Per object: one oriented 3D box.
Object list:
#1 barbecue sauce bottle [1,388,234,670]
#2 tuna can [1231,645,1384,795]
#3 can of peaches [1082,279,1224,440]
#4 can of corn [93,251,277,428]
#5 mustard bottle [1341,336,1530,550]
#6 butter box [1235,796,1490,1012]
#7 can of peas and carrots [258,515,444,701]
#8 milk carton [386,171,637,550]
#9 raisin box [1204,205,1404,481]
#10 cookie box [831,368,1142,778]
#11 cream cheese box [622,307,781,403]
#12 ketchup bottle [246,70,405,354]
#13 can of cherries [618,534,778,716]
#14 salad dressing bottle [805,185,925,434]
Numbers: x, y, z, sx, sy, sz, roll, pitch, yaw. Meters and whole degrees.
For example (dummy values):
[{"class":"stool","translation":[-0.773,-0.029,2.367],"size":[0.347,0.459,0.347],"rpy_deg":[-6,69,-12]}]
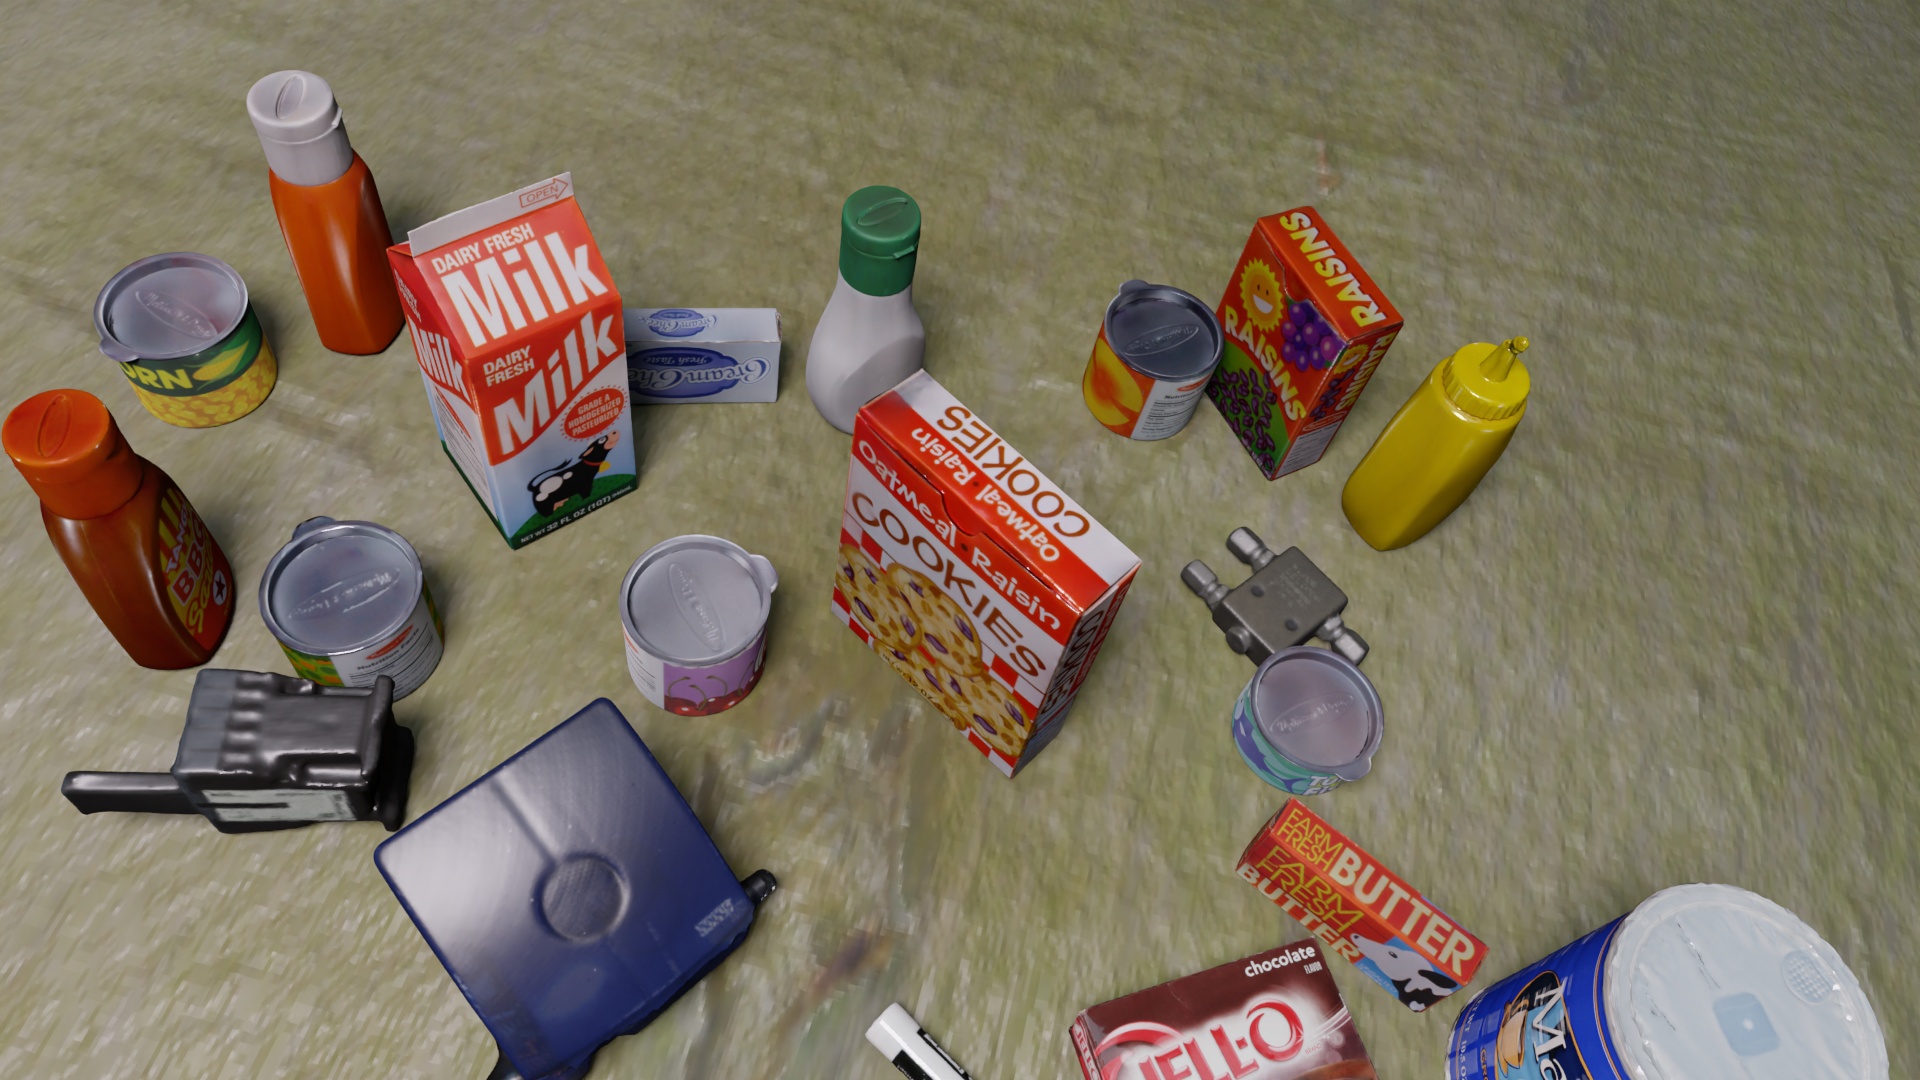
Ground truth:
[{"class":"barbecue sauce bottle","translation":[-0.346,-0.004,0.575],"size":[0.044,0.147,0.065],"rpy_deg":[-1,59,-10]},{"class":"tuna can","translation":[0.168,0.089,0.670],"size":[0.071,0.032,0.071],"rpy_deg":[4,58,-7]},{"class":"can of peaches","translation":[0.103,-0.098,0.761],"size":[0.071,0.057,0.071],"rpy_deg":[4,58,-7]},{"class":"can of corn","translation":[-0.378,-0.095,0.679],"size":[0.071,0.058,0.071],"rpy_deg":[4,58,-7]},{"class":"mustard bottle","translation":[0.245,-0.055,0.697],"size":[0.065,0.159,0.049],"rpy_deg":[-26,66,-23]},{"class":"butter box","translation":[0.175,0.162,0.614],"size":[0.103,0.052,0.024],"rpy_deg":[38,60,14]},{"class":"can of peas and carrots","translation":[-0.270,0.032,0.618],"size":[0.071,0.058,0.071],"rpy_deg":[4,58,-7]},{"class":"milk carton","translation":[-0.198,-0.084,0.624],"size":[0.072,0.189,0.073],"rpy_deg":[-30,68,-24]},{"class":"raisin box","translation":[0.174,-0.103,0.737],"size":[0.040,0.122,0.086],"rpy_deg":[-19,64,-20]},{"class":"cookie box","translation":[0.003,0.021,0.606],"size":[0.123,0.166,0.040],"rpy_deg":[42,61,16]},{"class":"cream cheese box","translation":[-0.146,-0.095,0.721],"size":[0.104,0.053,0.024],"rpy_deg":[-2,59,-11]},{"class":"ketchup bottle","translation":[-0.306,-0.159,0.677],"size":[0.043,0.148,0.065],"rpy_deg":[4,58,-7]},{"class":"can of cherries","translation":[-0.119,0.039,0.638],"size":[0.071,0.058,0.072],"rpy_deg":[4,58,-7]},{"class":"salad dressing bottle","translation":[-0.045,-0.111,0.692],"size":[0.064,0.147,0.044],"rpy_deg":[-30,68,-24]}]
